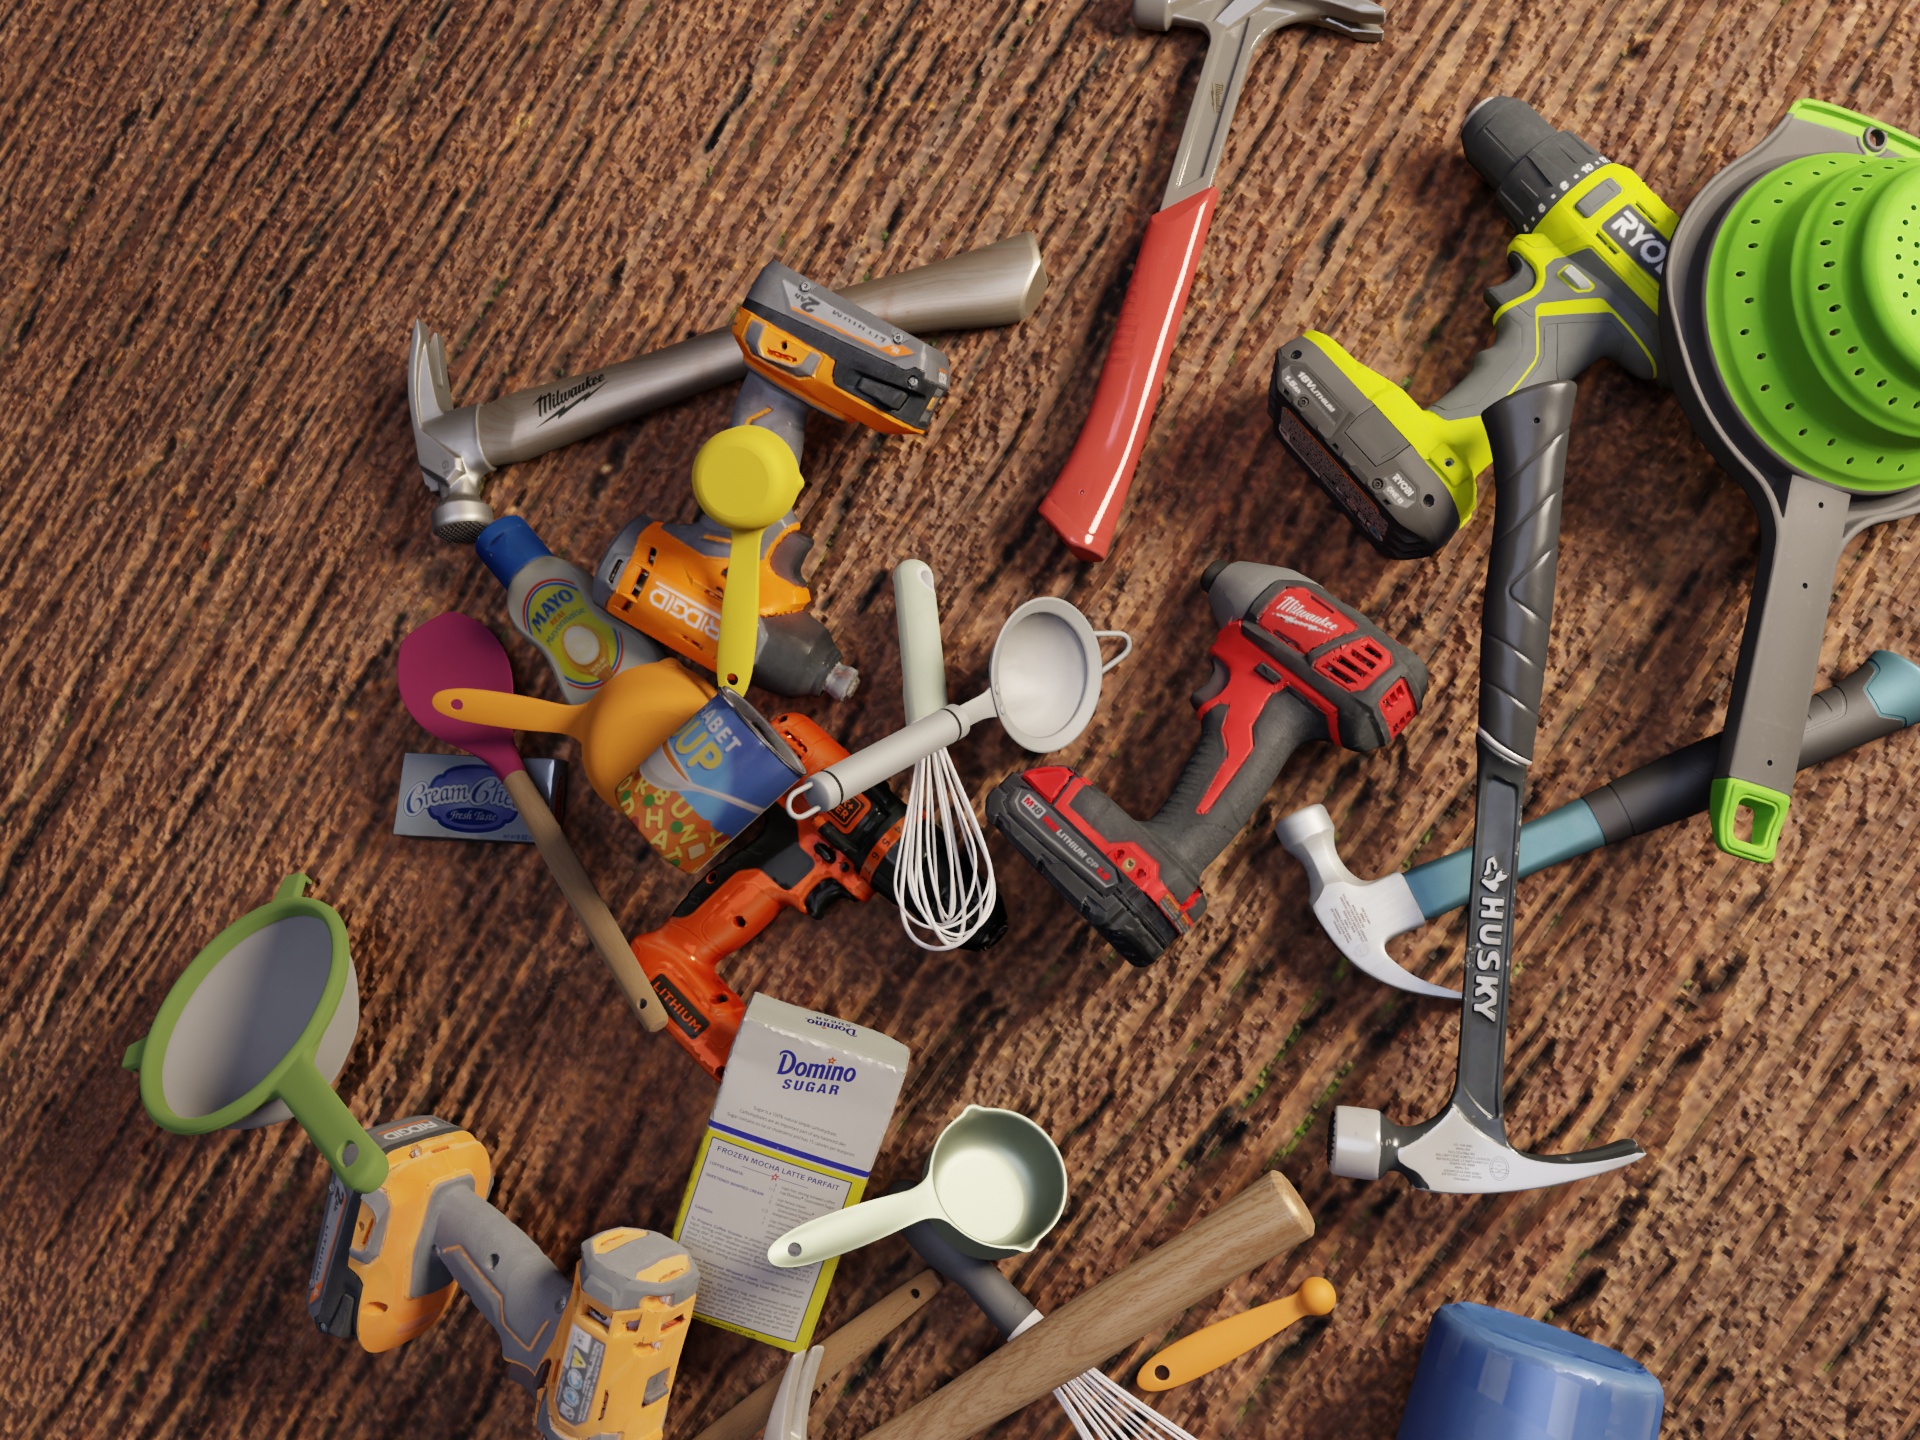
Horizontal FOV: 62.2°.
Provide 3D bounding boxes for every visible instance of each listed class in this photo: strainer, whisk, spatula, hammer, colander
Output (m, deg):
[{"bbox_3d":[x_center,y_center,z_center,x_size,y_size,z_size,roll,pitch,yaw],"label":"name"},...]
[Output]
[{"bbox_3d":[-0.372,0.204,0.914,0.257,0.069,0.151,28,73,42],"label":"strainer"},{"bbox_3d":[-0.001,-0.003,0.841,0.050,0.258,0.086,1,110,42],"label":"strainer"},{"bbox_3d":[-0.017,0.012,0.881,0.059,0.057,0.247,-23,55,26],"label":"whisk"},{"bbox_3d":[0.061,0.348,0.837,0.285,0.070,0.070,43,92,21],"label":"whisk"},{"bbox_3d":[-0.138,0.403,0.875,0.317,0.044,0.082,-38,78,3],"label":"spatula"},{"bbox_3d":[0.032,0.327,0.808,0.331,0.031,0.130,-37,67,12],"label":"hammer"},{"bbox_3d":[0.343,0.046,0.831,0.331,0.033,0.128,-24,76,8],"label":"hammer"},{"bbox_3d":[0.438,-0.126,0.766,0.204,0.094,0.397,16,82,-10],"label":"colander"},{"bbox_3d":[-0.150,-0.234,0.985,0.410,0.038,0.146,-15,77,9],"label":"hammer"},{"bbox_3d":[0.129,-0.264,0.928,0.149,0.036,0.359,15,84,14],"label":"hammer"},{"bbox_3d":[0.276,0.034,0.796,0.149,0.036,0.409,5,90,11],"label":"hammer"}]

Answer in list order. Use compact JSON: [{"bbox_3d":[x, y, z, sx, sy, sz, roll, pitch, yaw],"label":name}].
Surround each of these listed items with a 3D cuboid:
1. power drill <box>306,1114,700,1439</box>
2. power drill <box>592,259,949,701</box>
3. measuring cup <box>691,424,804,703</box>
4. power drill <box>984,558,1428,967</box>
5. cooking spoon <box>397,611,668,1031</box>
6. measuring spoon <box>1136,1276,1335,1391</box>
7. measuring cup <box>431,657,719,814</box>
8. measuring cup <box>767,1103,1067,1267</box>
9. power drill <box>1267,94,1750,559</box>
[{"bbox_3d":[-0.252,0.337,0.866,0.226,0.084,0.185,19,99,28],"label":"power drill"},{"bbox_3d":[-0.094,-0.127,0.917,0.164,0.084,0.226,30,101,3],"label":"power drill"},{"bbox_3d":[-0.124,-0.083,0.875,0.062,0.029,0.156,8,101,9],"label":"measuring cup"},{"bbox_3d":[0.127,0.012,0.857,0.219,0.078,0.143,-44,55,-3],"label":"power drill"},{"bbox_3d":[-0.251,0.053,0.935,0.069,0.017,0.319,-34,63,-7],"label":"cooking spoon"},{"bbox_3d":[0.145,0.326,0.841,0.117,0.011,0.021,-29,76,7],"label":"measuring spoon"},{"bbox_3d":[-0.215,0.009,0.911,0.173,0.052,0.095,9,105,-15],"label":"measuring cup"},{"bbox_3d":[-0.024,0.260,0.837,0.167,0.038,0.083,-12,60,-23],"label":"measuring cup"},{"bbox_3d":[0.282,-0.216,0.866,0.228,0.080,0.191,-38,76,1],"label":"power drill"}]
